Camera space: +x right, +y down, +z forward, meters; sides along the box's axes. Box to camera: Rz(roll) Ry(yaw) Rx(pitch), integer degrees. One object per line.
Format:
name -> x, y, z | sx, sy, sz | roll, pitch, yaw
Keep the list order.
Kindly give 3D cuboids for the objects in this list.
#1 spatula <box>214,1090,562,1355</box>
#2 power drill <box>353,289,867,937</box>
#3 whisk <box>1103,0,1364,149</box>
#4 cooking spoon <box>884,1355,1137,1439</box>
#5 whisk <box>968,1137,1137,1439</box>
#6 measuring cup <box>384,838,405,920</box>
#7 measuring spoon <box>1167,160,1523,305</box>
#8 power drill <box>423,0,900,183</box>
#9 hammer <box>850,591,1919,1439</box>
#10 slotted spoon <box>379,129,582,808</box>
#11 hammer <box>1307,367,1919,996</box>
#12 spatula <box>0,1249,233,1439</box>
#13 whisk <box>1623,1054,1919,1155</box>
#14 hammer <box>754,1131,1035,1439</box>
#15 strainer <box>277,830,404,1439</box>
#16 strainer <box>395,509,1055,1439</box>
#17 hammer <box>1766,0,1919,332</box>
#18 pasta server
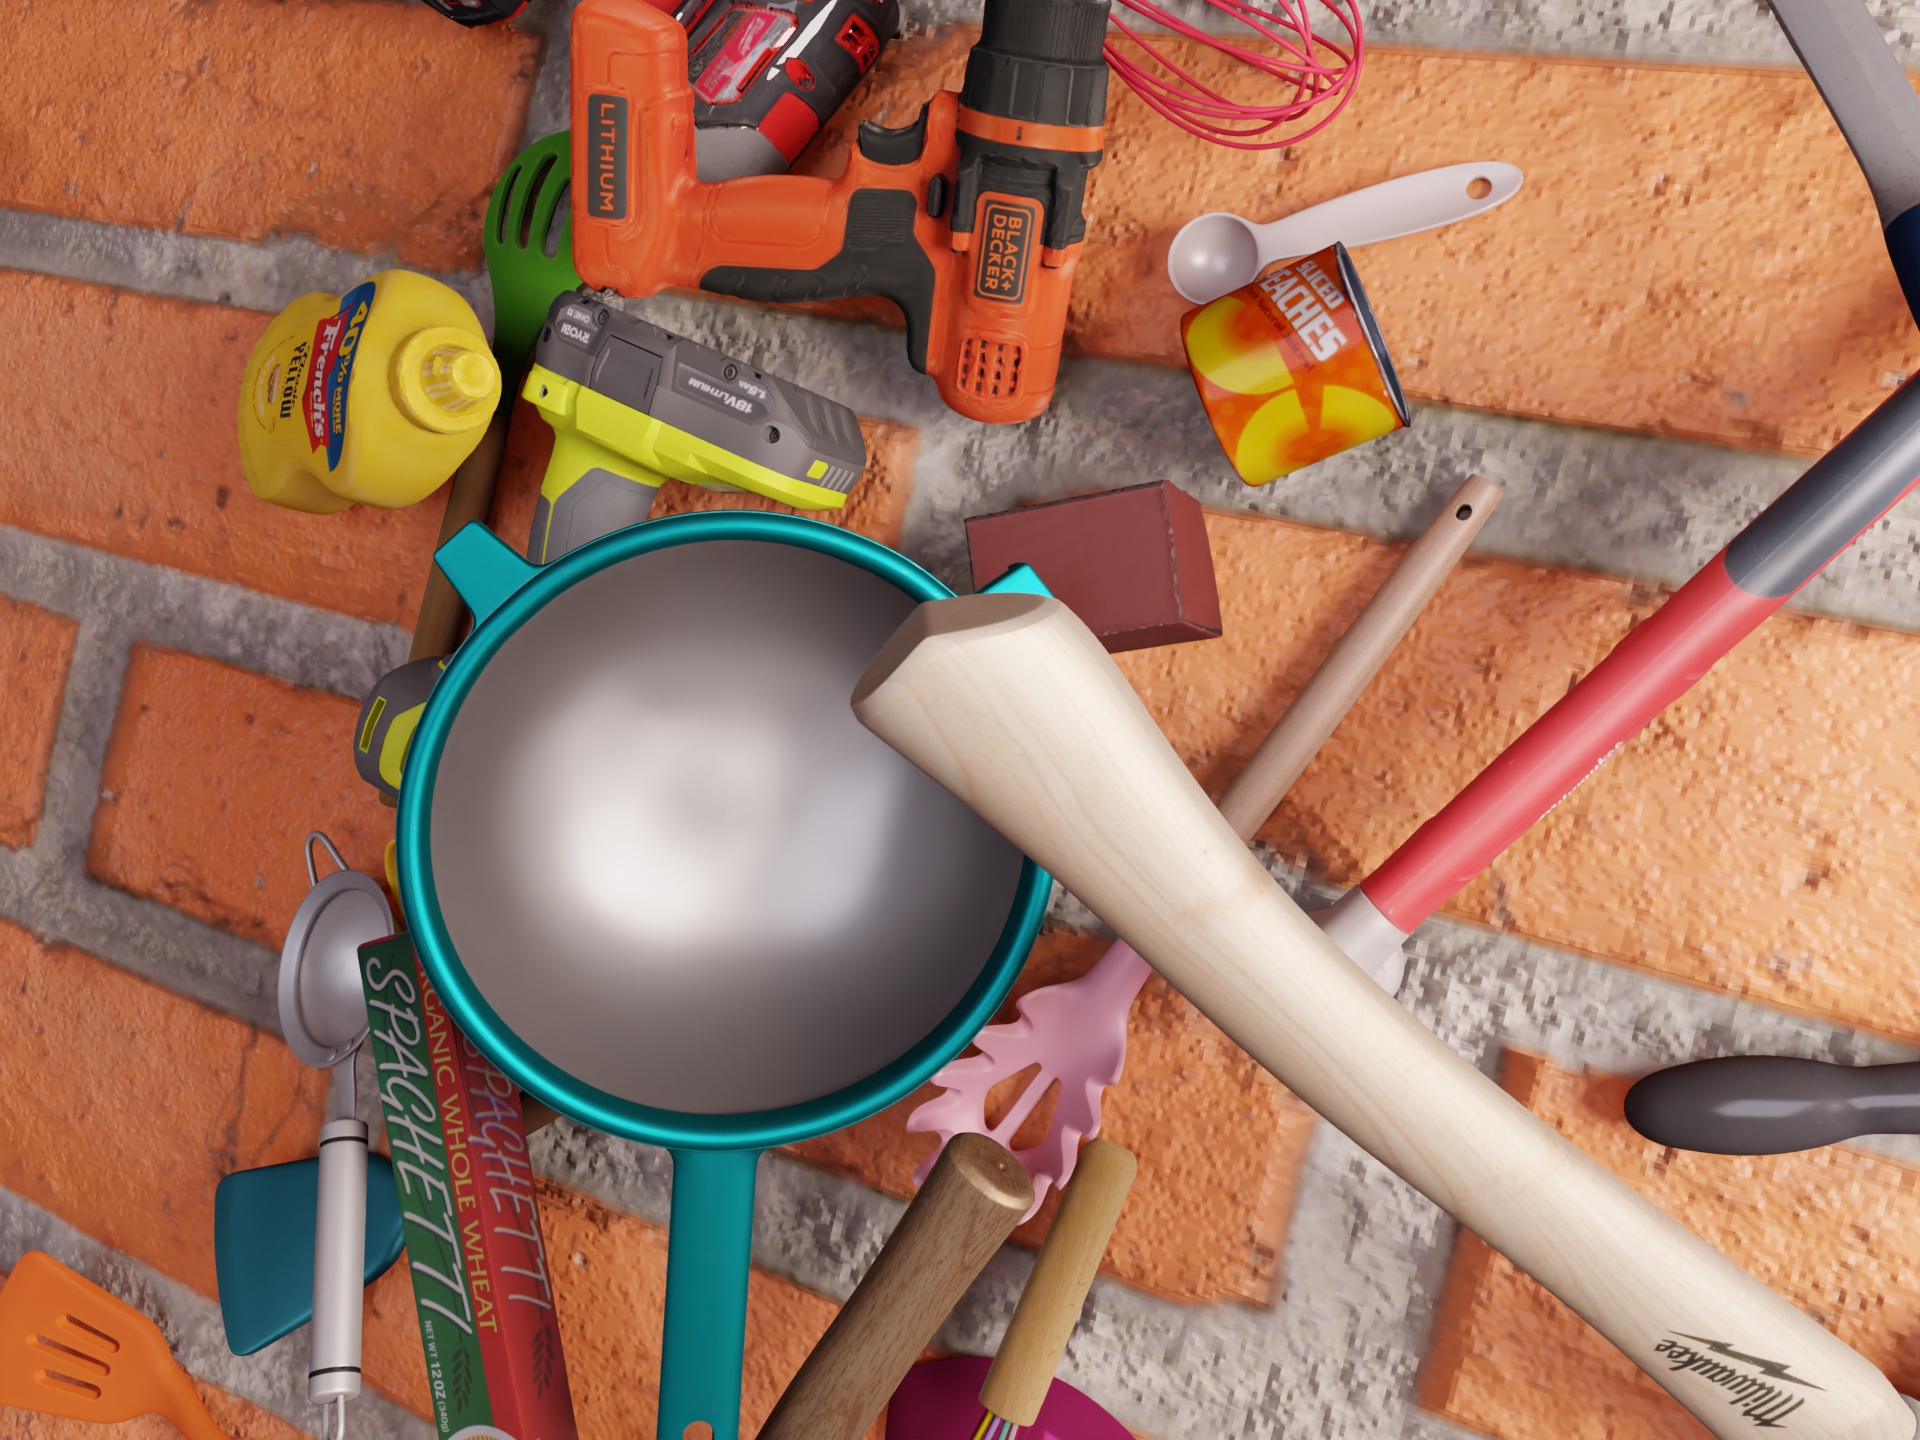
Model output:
spatula -> -0.188, 0.164, 0.667 | 0.317, 0.044, 0.082 | -33, 56, 17
power drill -> -0.128, -0.035, 0.637 | 0.191, 0.080, 0.228 | 26, 99, 19
whisk -> 0.031, -0.294, 0.595 | 0.296, 0.073, 0.073 | 40, 103, 27
cooking spoon -> 0.115, 0.284, 0.542 | 0.319, 0.017, 0.069 | 6, 89, 25
whisk -> 0.010, 0.266, 0.565 | 0.047, 0.051, 0.245 | 23, 84, 2
measuring cup -> -0.184, 0.098, 0.666 | 0.157, 0.029, 0.062 | 36, 133, 23
measuring spoon -> 0.136, -0.174, 0.566 | 0.124, 0.018, 0.034 | -11, 82, 16
power drill -> -0.144, -0.298, 0.656 | 0.220, 0.078, 0.143 | 42, 97, 16
hammer -> 0.129, 0.119, 0.415 | 0.410, 0.038, 0.146 | 40, 102, -15
slotted spoon -> -0.212, -0.111, 0.704 | 0.070, 0.031, 0.314 | 19, 96, 20
hammer -> 0.231, -0.046, 0.457 | 0.386, 0.143, 0.038 | -45, 70, 10
spatula -> -0.320, 0.353, 0.715 | 0.323, 0.041, 0.081 | 27, 97, 22
whisk -> 0.335, 0.102, 0.440 | 0.284, 0.070, 0.070 | -11, 83, 27
hammer -> -0.066, 0.285, 0.591 | 0.130, 0.031, 0.331 | 38, 111, 18
strainer -> -0.257, 0.167, 0.667 | 0.087, 0.050, 0.259 | -29, 55, 28
strainer -> -0.084, 0.094, 0.560 | 0.211, 0.095, 0.340 | 3, 101, -12
hammer -> 0.251, -0.141, 0.428 | 0.144, 0.035, 0.406 | -16, 63, 13
pasta server -> 0.087, 0.047, 0.559 | 0.060, 0.040, 0.316 | 38, 100, 14
